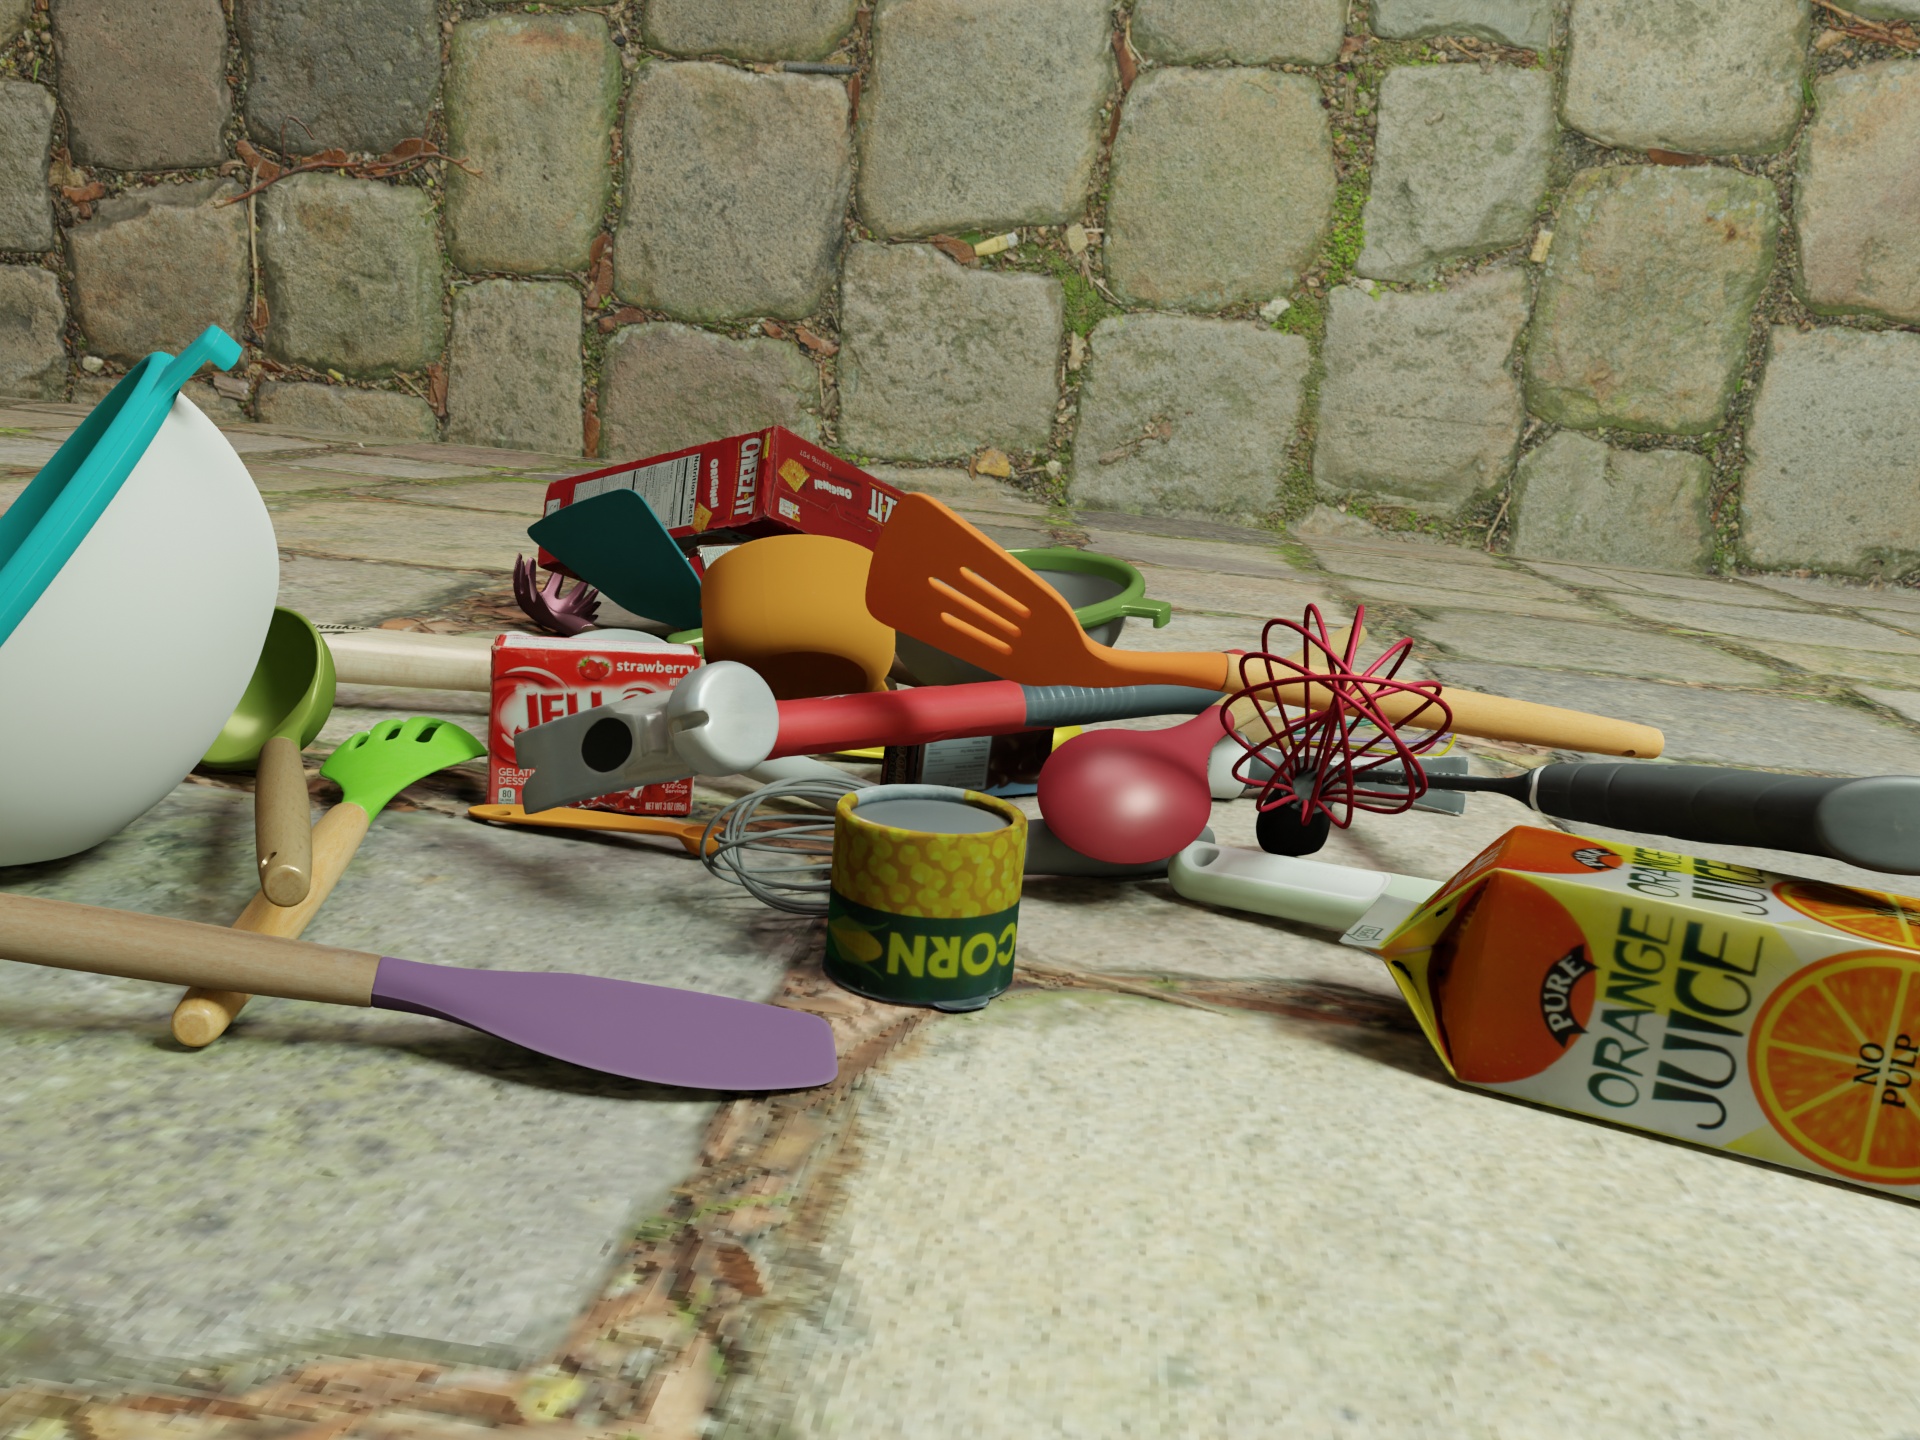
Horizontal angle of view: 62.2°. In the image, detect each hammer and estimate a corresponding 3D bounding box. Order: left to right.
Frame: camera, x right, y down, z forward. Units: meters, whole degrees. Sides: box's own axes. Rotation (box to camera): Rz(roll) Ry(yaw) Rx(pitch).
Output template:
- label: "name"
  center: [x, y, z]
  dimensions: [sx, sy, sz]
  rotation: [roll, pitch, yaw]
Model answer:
- label: "hammer"
  center: [-0.240, -0.033, 0.852]
  dimensions: [0.410, 0.038, 0.146]
  rotation: [6, 28, -10]
- label: "hammer"
  center: [-0.001, -0.002, 0.705]
  dimensions: [0.386, 0.038, 0.143]
  rotation: [-6, -6, -46]
- label: "hammer"
  center: [0.236, 0.030, 0.655]
  dimensions: [0.149, 0.036, 0.409]
  rotation: [5, -1, -14]

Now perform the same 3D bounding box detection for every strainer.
- label: "strainer"
  center: [-0.355, -0.016, 0.621]
  dimensions: [0.095, 0.211, 0.340]
  rotation: [39, -29, -30]
- label: "strainer"
  center: [-0.118, 0.013, 0.751]
  dimensions: [0.258, 0.050, 0.087]
  rotation: [19, 52, 27]
- label: "strainer"
  center: [-0.025, -0.035, 0.846]
  dimensions: [0.256, 0.069, 0.152]
  rotation: [-10, 21, -15]

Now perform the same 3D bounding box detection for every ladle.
- label: "ladle"
  center: [-0.264, 0.010, 0.595]
  dimensions: [0.062, 0.078, 0.320]
  rotation: [47, -10, -24]
- label: "ladle"
  center: [0.131, -0.005, 0.737]
  dimensions: [0.069, 0.031, 0.315]
  rotation: [34, 32, 20]

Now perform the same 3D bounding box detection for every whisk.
- label: "whisk"
  center: [0.010, 0.048, 0.634]
  dimensions: [0.238, 0.055, 0.055]
  rotation: [2, 12, -33]
- label: "whisk"
  center: [0.202, 0.009, 0.919]
  dimensions: [0.245, 0.047, 0.051]
  rotation: [-7, 5, -31]
- label: "whisk"
  center: [0.131, 0.020, 0.595]
  dimensions: [0.073, 0.073, 0.295]
  rotation: [8, -12, 10]
- label: "whisk"
  center: [0.192, 0.075, 0.596]
  dimensions: [0.246, 0.059, 0.058]
  rotation: [8, 39, 30]

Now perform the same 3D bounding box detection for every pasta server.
- label: "pasta server"
  center: [-0.227, -0.056, 1.019]
  dimensions: [0.060, 0.040, 0.316]
  rotation: [22, 3, -34]

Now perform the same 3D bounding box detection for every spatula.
- label: "spatula"
  center: [-0.189, 0.069, 0.440]
  dimensions: [0.316, 0.018, 0.060]
  rotation: [11, 14, -10]
- label: "spatula"
  center: [-0.095, -0.058, 0.901]
  dimensions: [0.082, 0.044, 0.317]
  rotation: [-14, -19, 36]
- label: "spatula"
  center: [0.124, -0.023, 0.615]
  dimensions: [0.322, 0.041, 0.081]
  rotation: [9, -32, -10]

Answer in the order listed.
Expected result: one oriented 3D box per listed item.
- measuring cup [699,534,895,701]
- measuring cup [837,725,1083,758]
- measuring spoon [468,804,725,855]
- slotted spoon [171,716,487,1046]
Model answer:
- label: "measuring cup"
  center: [-0.061, -0.021, 0.750]
  dimensions: [0.095, 0.052, 0.173]
  rotation: [-11, -28, 11]
- label: "measuring cup"
  center: [-0.009, 0.007, 0.841]
  dimensions: [0.156, 0.029, 0.062]
  rotation: [5, 12, -15]
- label: "measuring spoon"
  center: [-0.152, 0.046, 0.660]
  dimensions: [0.117, 0.011, 0.021]
  rotation: [5, 12, 14]
- label: "slotted spoon"
  center: [-0.229, 0.044, 0.585]
  dimensions: [0.070, 0.031, 0.314]
  rotation: [-6, 15, -6]
